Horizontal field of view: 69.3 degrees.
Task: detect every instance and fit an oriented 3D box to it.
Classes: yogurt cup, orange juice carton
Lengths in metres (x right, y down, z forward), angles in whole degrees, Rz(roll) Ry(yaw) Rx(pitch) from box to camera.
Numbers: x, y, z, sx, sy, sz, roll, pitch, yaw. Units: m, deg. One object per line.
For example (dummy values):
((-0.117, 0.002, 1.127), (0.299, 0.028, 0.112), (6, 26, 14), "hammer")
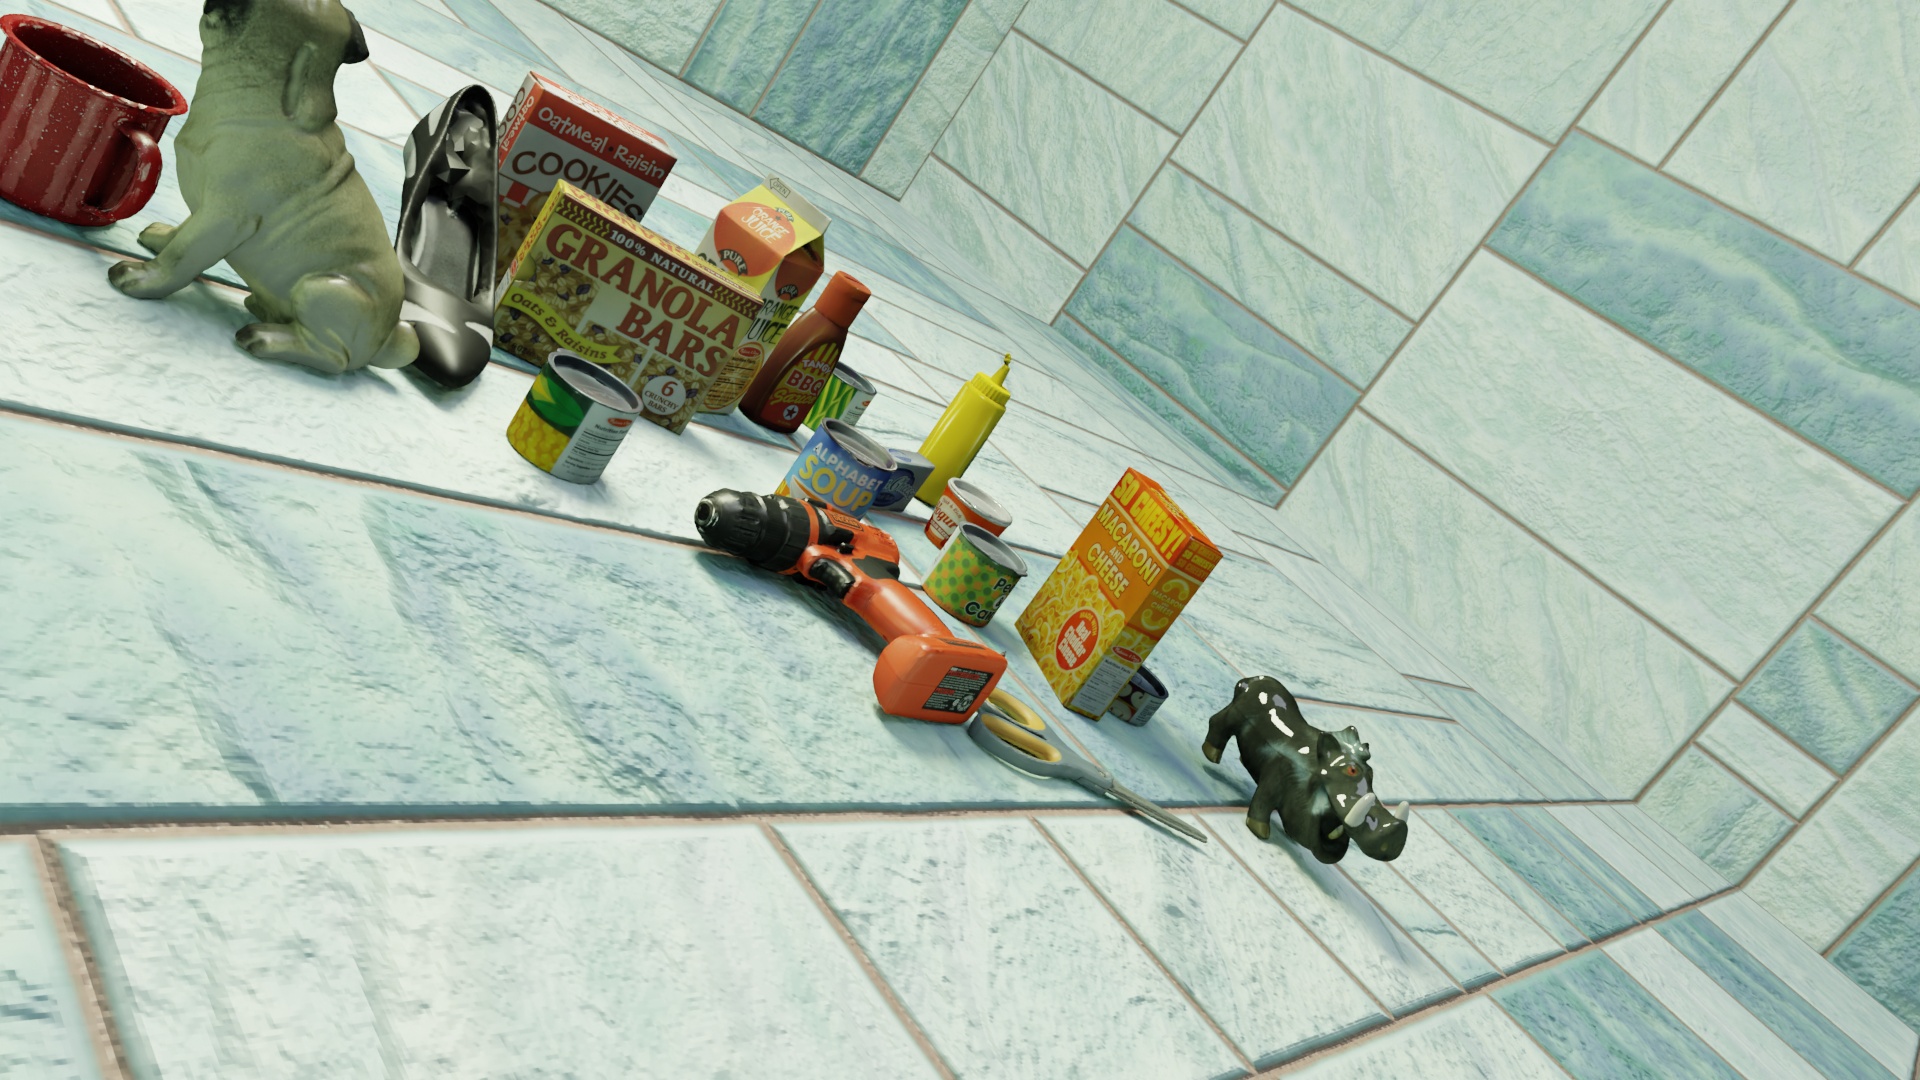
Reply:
((0.004, -0.015, 1.236), (0.072, 0.053, 0.072), (33, 15, -10), "yogurt cup")
((-0.181, -0.201, 1.137), (0.072, 0.192, 0.073), (40, 15, 16), "orange juice carton")

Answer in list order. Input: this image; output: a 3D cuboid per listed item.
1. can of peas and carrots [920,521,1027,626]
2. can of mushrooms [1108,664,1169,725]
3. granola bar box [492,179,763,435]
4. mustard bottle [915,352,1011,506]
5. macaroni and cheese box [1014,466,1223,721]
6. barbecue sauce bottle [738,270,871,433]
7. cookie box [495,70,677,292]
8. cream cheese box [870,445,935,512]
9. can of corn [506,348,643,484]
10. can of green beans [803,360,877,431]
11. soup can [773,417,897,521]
((0.012, 0.029, 1.109), (0.071, 0.058, 0.071), (33, 15, -10), "can of peas and carrots")
((0.134, 0.119, 1.145), (0.071, 0.033, 0.071), (33, 15, -10), "can of mushrooms")
((-0.248, -0.168, 1.022), (0.165, 0.124, 0.039), (27, 17, -29), "granola bar box")
((0.005, -0.108, 1.315), (0.049, 0.160, 0.065), (33, 15, -8), "mustard bottle")
((0.122, 0.040, 1.101), (0.040, 0.166, 0.124), (27, 17, -29), "macaroni and cheese box")
((-0.133, -0.166, 1.217), (0.044, 0.148, 0.065), (45, 17, 33), "barbecue sauce bottle")
((-0.314, -0.258, 1.071), (0.123, 0.167, 0.040), (19, 22, -47), "cookie box")
((-0.067, -0.053, 1.198), (0.024, 0.053, 0.104), (42, 16, 23), "cream cheese box")
((-0.246, -0.079, 0.882), (0.071, 0.058, 0.071), (33, 15, -10), "can of corn")
((-0.122, -0.135, 1.321), (0.071, 0.057, 0.071), (33, 15, -10), "can of green beans")
((-0.097, -0.038, 1.029), (0.071, 0.083, 0.071), (33, 15, -10), "soup can")
